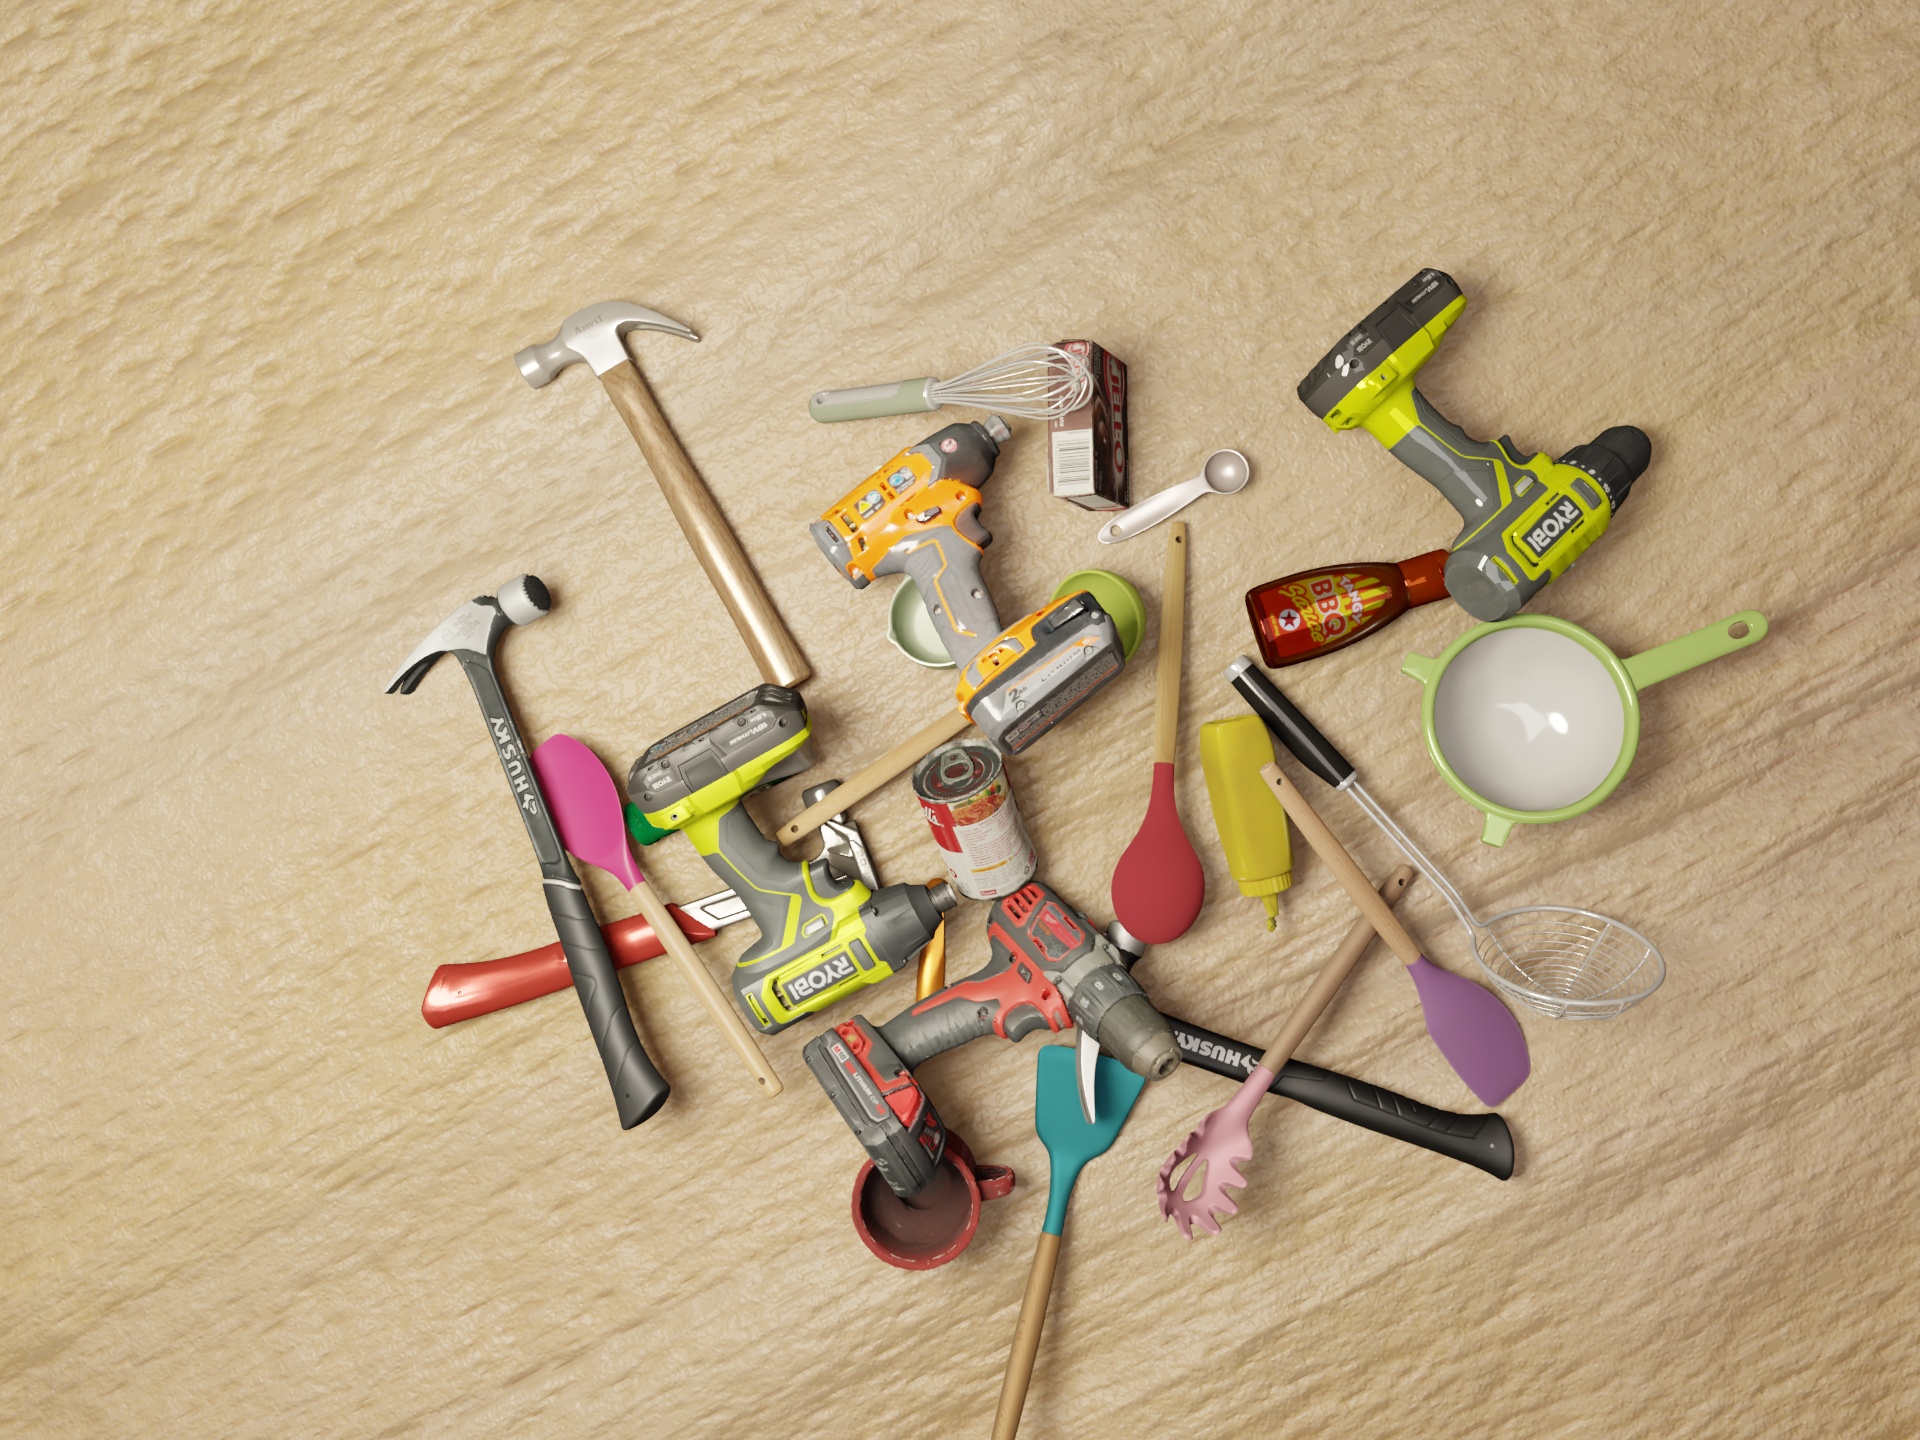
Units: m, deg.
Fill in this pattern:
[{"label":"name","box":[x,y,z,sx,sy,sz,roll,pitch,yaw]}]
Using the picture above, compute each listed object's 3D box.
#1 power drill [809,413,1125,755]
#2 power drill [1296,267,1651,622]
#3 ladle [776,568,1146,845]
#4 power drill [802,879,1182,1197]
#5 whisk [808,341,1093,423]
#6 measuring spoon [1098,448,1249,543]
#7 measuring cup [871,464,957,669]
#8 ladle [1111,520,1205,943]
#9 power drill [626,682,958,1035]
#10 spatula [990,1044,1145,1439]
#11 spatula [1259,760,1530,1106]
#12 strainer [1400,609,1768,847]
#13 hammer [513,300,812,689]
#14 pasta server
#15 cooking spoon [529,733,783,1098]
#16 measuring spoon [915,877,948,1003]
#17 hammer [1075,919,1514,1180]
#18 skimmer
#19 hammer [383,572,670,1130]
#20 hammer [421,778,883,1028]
[{"label":"power drill","box":[0.017,-0.107,1.131,0.164,0.084,0.227,-39,70,1]},{"label":"power drill","box":[0.374,-0.207,1.143,0.190,0.080,0.228,-41,87,-18]},{"label":"ladle","box":[-0.002,-0.004,1.170,0.320,0.062,0.078,-34,79,-3]},{"label":"power drill","box":[0.025,0.229,1.109,0.226,0.080,0.188,-35,45,-12]},{"label":"whisk","box":[-0.013,-0.237,1.146,0.246,0.059,0.058,1,52,35]},{"label":"measuring spoon","box":[0.160,-0.165,1.200,0.124,0.018,0.034,-27,82,10]},{"label":"measuring cup","box":[-0.030,-0.115,1.202,0.083,0.038,0.168,-23,77,4]},{"label":"ladle","box":[0.153,0.006,1.175,0.069,0.031,0.315,5,81,-4]},{"label":"power drill","box":[-0.119,0.094,1.132,0.171,0.080,0.223,-29,104,3]},{"label":"spatula","box":[0.060,0.401,1.160,0.082,0.044,0.318,15,73,0]},{"label":"spatula","box":[0.315,0.152,1.152,0.060,0.018,0.316,-40,100,-5]},{"label":"strainer","box":[0.453,-0.018,1.150,0.256,0.069,0.151,-23,79,0]},{"label":"hammer","box":[-0.205,-0.170,1.213,0.130,0.031,0.331,-30,88,3]},{"label":"pasta server","box":[0.238,0.230,1.139,0.060,0.040,0.316,40,77,-7]},{"label":"cooking spoon","box":[-0.225,0.144,1.176,0.068,0.017,0.319,-39,78,14]},{"label":"measuring spoon","box":[-0.021,0.178,1.205,0.021,0.011,0.117,5,90,4]},{"label":"hammer","box":[0.244,0.270,1.167,0.335,0.035,0.146,19,77,1]},{"label":"skimmer","box":[0.340,0.072,1.143,0.363,0.127,0.090,48,131,8]},{"label":"hammer","box":[-0.307,0.104,1.177,0.149,0.036,0.409,-25,81,18]},{"label":"hammer","box":[-0.233,0.172,1.208,0.359,0.036,0.149,-20,88,3]}]
